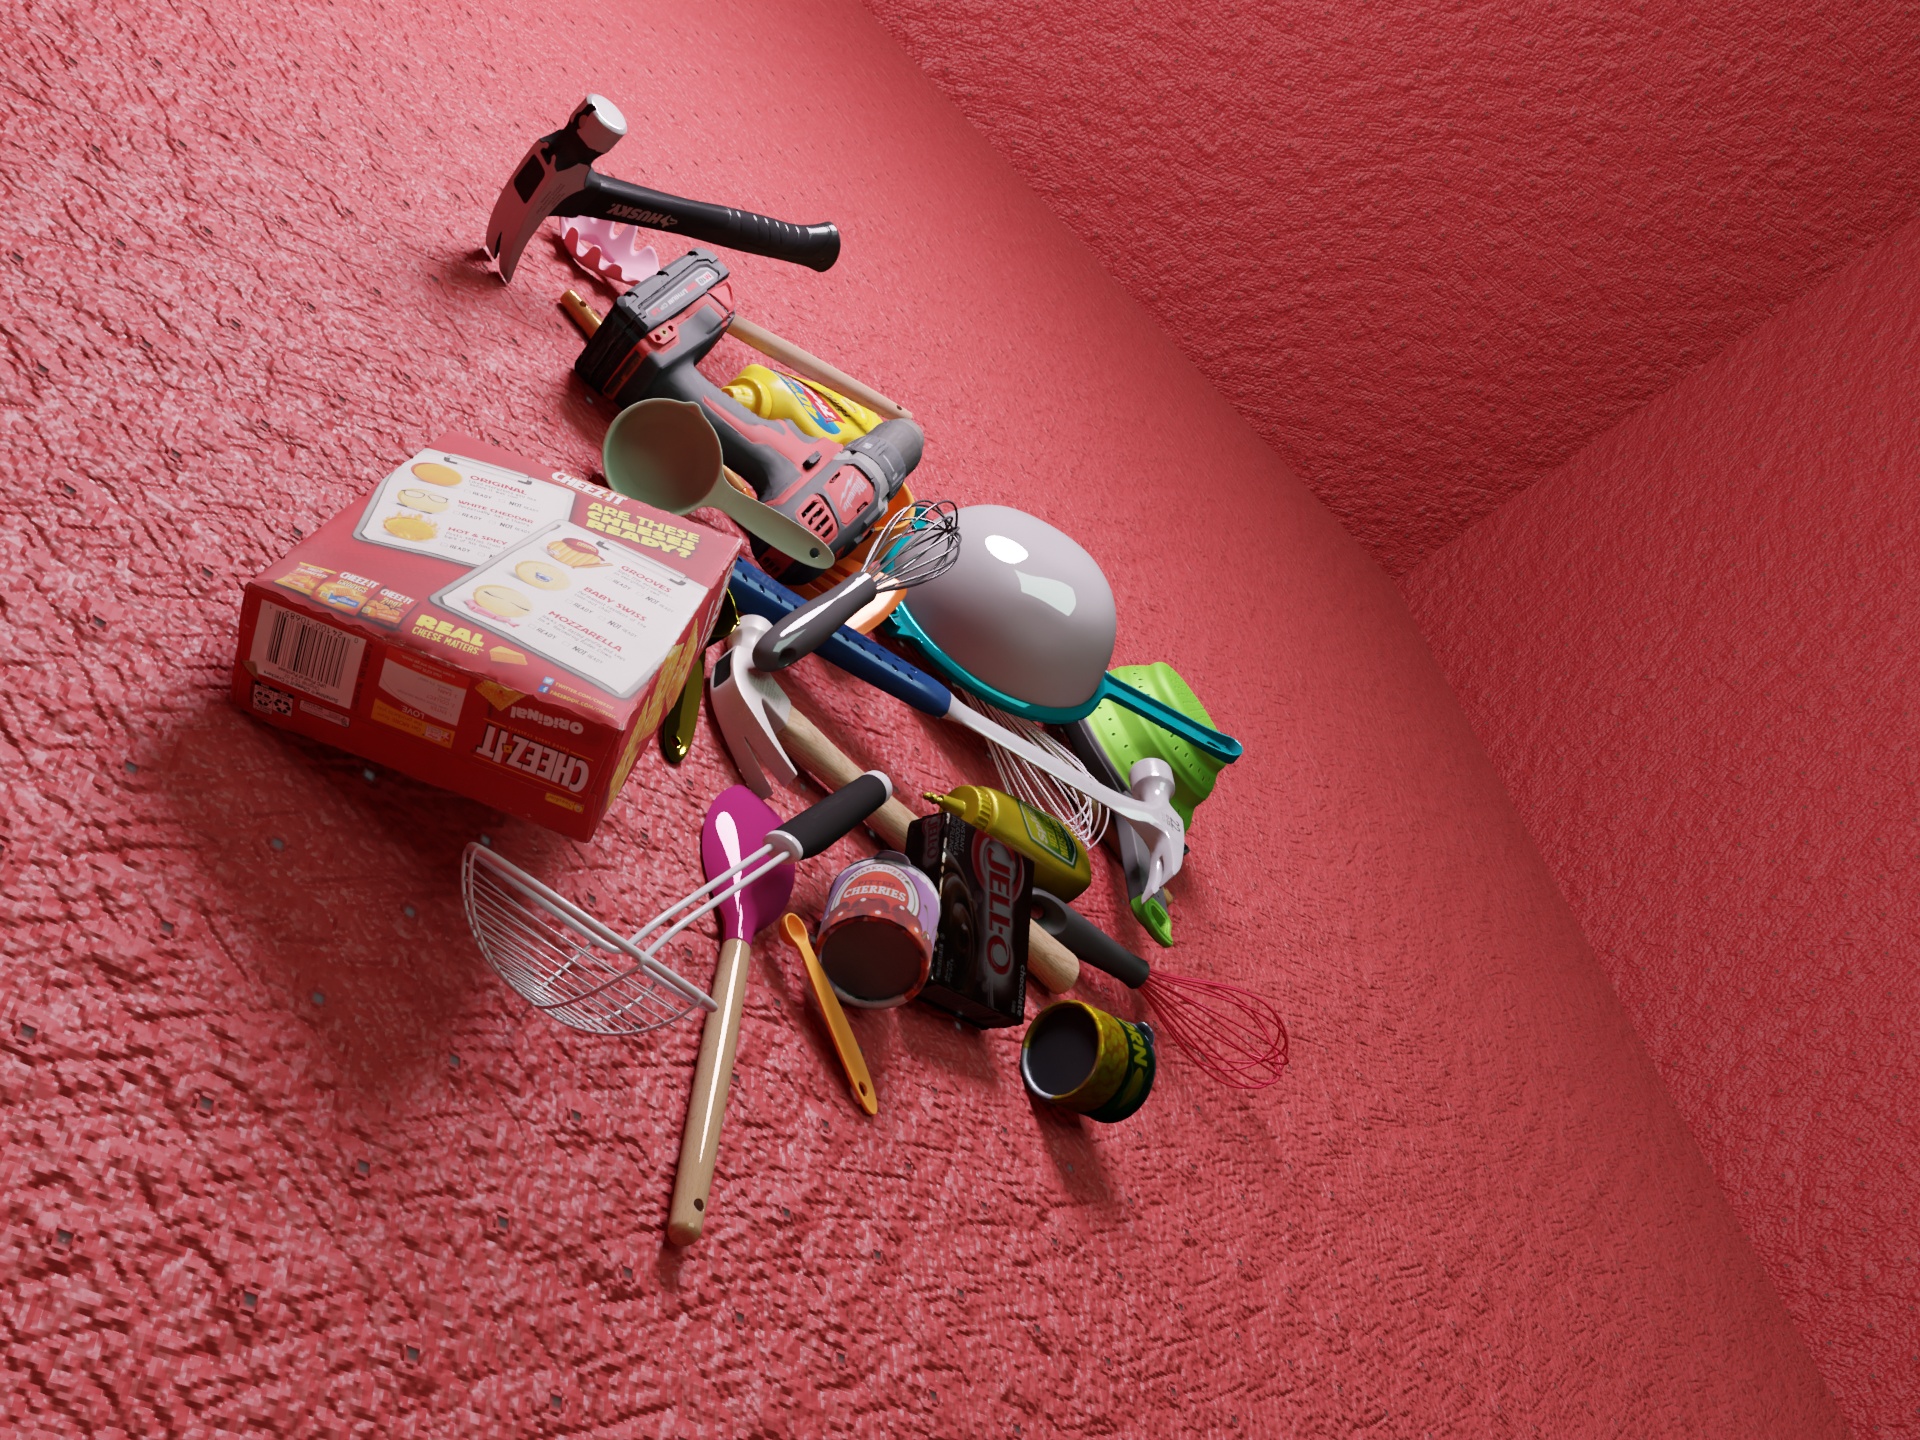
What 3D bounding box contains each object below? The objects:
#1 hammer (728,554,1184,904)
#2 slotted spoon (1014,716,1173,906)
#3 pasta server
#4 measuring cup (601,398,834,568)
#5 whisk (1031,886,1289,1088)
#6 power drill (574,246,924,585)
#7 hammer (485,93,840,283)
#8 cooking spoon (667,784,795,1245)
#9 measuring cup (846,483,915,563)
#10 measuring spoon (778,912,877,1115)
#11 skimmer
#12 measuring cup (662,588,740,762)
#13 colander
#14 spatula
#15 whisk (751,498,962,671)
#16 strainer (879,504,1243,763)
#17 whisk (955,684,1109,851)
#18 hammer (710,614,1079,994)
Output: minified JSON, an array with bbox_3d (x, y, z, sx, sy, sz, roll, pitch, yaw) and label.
[{"bbox_3d":[-0.002,-0.004,1.104,0.405,0.035,0.144,30,30,-22],"label":"hammer"},{"bbox_3d":[0.081,0.034,1.333,0.313,0.031,0.070,52,19,-7],"label":"slotted spoon"},{"bbox_3d":[-0.171,-0.313,1.243,0.316,0.040,0.060,26,46,-21],"label":"pasta server"},{"bbox_3d":[-0.156,-0.147,1.041,0.167,0.083,0.038,31,1,-18],"label":"measuring cup"},{"bbox_3d":[0.144,0.197,1.175,0.295,0.073,0.073,34,28,-27],"label":"whisk"},{"bbox_3d":[-0.135,-0.220,1.125,0.226,0.080,0.188,46,45,-7],"label":"power drill"},{"bbox_3d":[-0.198,-0.364,1.168,0.334,0.146,0.035,-12,70,-59],"label":"hammer"},{"bbox_3d":[-0.116,0.133,0.806,0.068,0.017,0.319,44,23,-24],"label":"cooking spoon"},{"bbox_3d":[-0.122,-0.169,1.217,0.173,0.052,0.095,10,46,-26],"label":"measuring cup"},{"bbox_3d":[-0.072,0.159,0.856,0.117,0.011,0.021,66,19,7],"label":"measuring spoon"},{"bbox_3d":[-0.109,0.060,0.798,0.127,0.090,0.363,29,24,14],"label":"skimmer"},{"bbox_3d":[-0.169,-0.033,0.952,0.062,0.029,0.157,37,39,-34],"label":"measuring cup"},{"bbox_3d":[0.172,0.053,1.341,0.204,0.094,0.397,50,17,-21],"label":"colander"},{"bbox_3d":[-0.170,-0.186,1.142,0.322,0.041,0.081,49,46,-6],"label":"spatula"},{"bbox_3d":[-0.064,-0.090,1.051,0.055,0.055,0.239,51,41,-4],"label":"whisk"},{"bbox_3d":[0.103,-0.074,1.269,0.340,0.095,0.211,28,32,-12],"label":"strainer"},{"bbox_3d":[0.019,-0.012,1.249,0.285,0.070,0.070,55,22,18],"label":"whisk"},{"bbox_3d":[-0.037,0.074,1.034,0.331,0.031,0.130,44,24,-22],"label":"hammer"}]
